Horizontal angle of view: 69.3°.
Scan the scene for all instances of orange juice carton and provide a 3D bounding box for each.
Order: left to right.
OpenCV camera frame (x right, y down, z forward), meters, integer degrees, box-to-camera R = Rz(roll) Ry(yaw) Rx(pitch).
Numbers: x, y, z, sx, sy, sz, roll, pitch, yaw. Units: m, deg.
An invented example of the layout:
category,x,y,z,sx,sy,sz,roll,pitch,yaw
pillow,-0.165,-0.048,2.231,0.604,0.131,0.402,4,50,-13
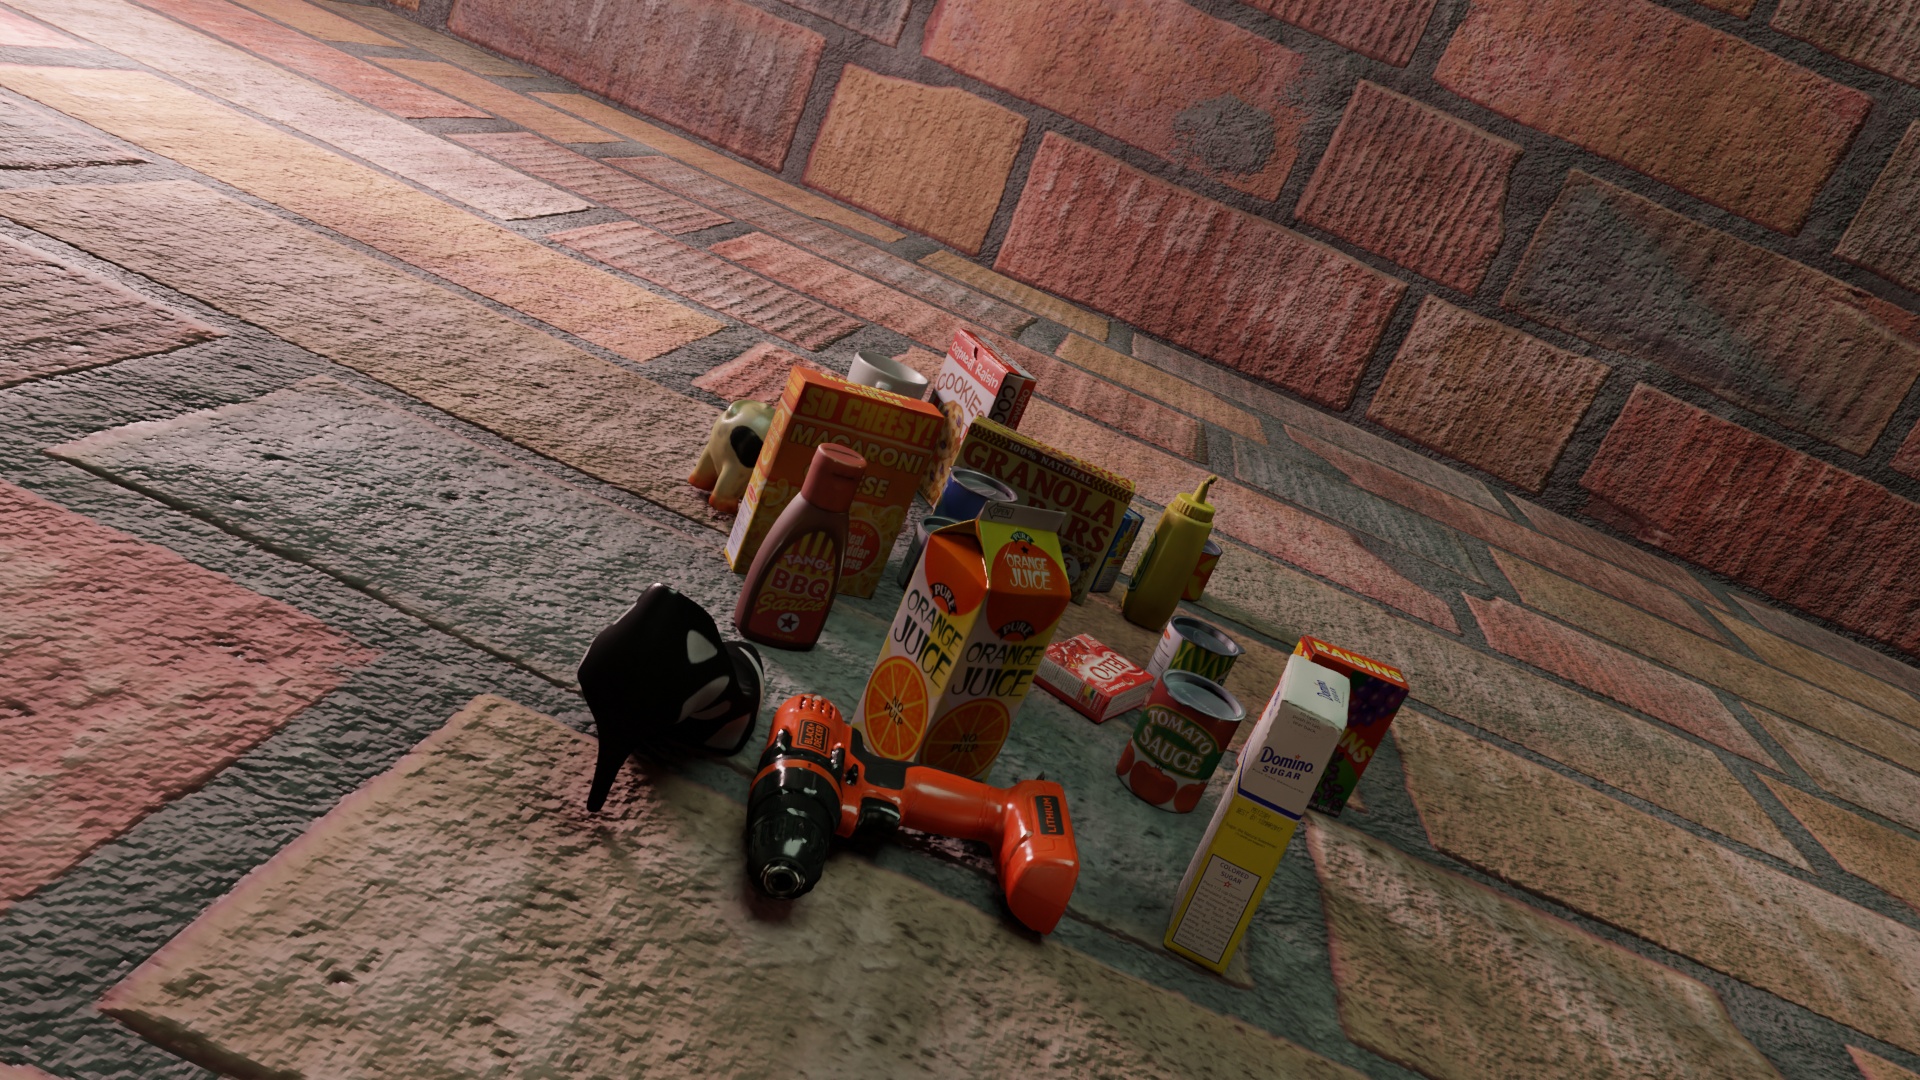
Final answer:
category,x,y,z,sx,sy,sz,roll,pitch,yaw
orange juice carton,0.006,0.062,0.895,0.072,0.192,0.073,7,24,-39

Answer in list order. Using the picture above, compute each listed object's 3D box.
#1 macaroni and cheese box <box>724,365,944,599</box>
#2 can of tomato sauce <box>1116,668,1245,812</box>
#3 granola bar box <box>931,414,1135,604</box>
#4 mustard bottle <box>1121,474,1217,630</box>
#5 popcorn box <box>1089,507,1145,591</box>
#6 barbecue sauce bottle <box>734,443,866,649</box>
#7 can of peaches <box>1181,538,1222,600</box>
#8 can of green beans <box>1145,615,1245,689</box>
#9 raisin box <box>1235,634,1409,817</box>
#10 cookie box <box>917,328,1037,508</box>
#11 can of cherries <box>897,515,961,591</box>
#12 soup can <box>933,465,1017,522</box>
category,x,y,z,sx,sy,sz,roll,pitch,yaw
macaroni and cheese box,-0.101,-0.044,1.098,0.124,0.165,0.040,13,21,-28
can of tomato sauce,0.159,0.146,1.011,0.071,0.082,0.071,21,19,-7
granola bar box,0.066,-0.030,1.316,0.165,0.123,0.039,24,18,3
mustard bottle,0.205,0.006,1.325,0.049,0.159,0.065,22,18,-5
popcorn box,0.114,-0.016,1.396,0.127,0.085,0.038,37,23,35
barbecue sauce bottle,-0.109,0.004,0.987,0.065,0.148,0.044,15,20,-23
can of peaches,0.234,0.024,1.469,0.071,0.058,0.071,21,19,-7
can of green beans,0.201,0.106,1.207,0.071,0.057,0.071,21,19,-7
raisin box,0.285,0.146,1.095,0.086,0.123,0.040,21,18,-6
cookie box,0.005,-0.115,1.411,0.040,0.166,0.123,12,22,-32
can of cherries,-0.012,0.020,1.194,0.071,0.058,0.072,21,19,-7
soup can,0.005,-0.016,1.272,0.071,0.083,0.071,21,19,-7
